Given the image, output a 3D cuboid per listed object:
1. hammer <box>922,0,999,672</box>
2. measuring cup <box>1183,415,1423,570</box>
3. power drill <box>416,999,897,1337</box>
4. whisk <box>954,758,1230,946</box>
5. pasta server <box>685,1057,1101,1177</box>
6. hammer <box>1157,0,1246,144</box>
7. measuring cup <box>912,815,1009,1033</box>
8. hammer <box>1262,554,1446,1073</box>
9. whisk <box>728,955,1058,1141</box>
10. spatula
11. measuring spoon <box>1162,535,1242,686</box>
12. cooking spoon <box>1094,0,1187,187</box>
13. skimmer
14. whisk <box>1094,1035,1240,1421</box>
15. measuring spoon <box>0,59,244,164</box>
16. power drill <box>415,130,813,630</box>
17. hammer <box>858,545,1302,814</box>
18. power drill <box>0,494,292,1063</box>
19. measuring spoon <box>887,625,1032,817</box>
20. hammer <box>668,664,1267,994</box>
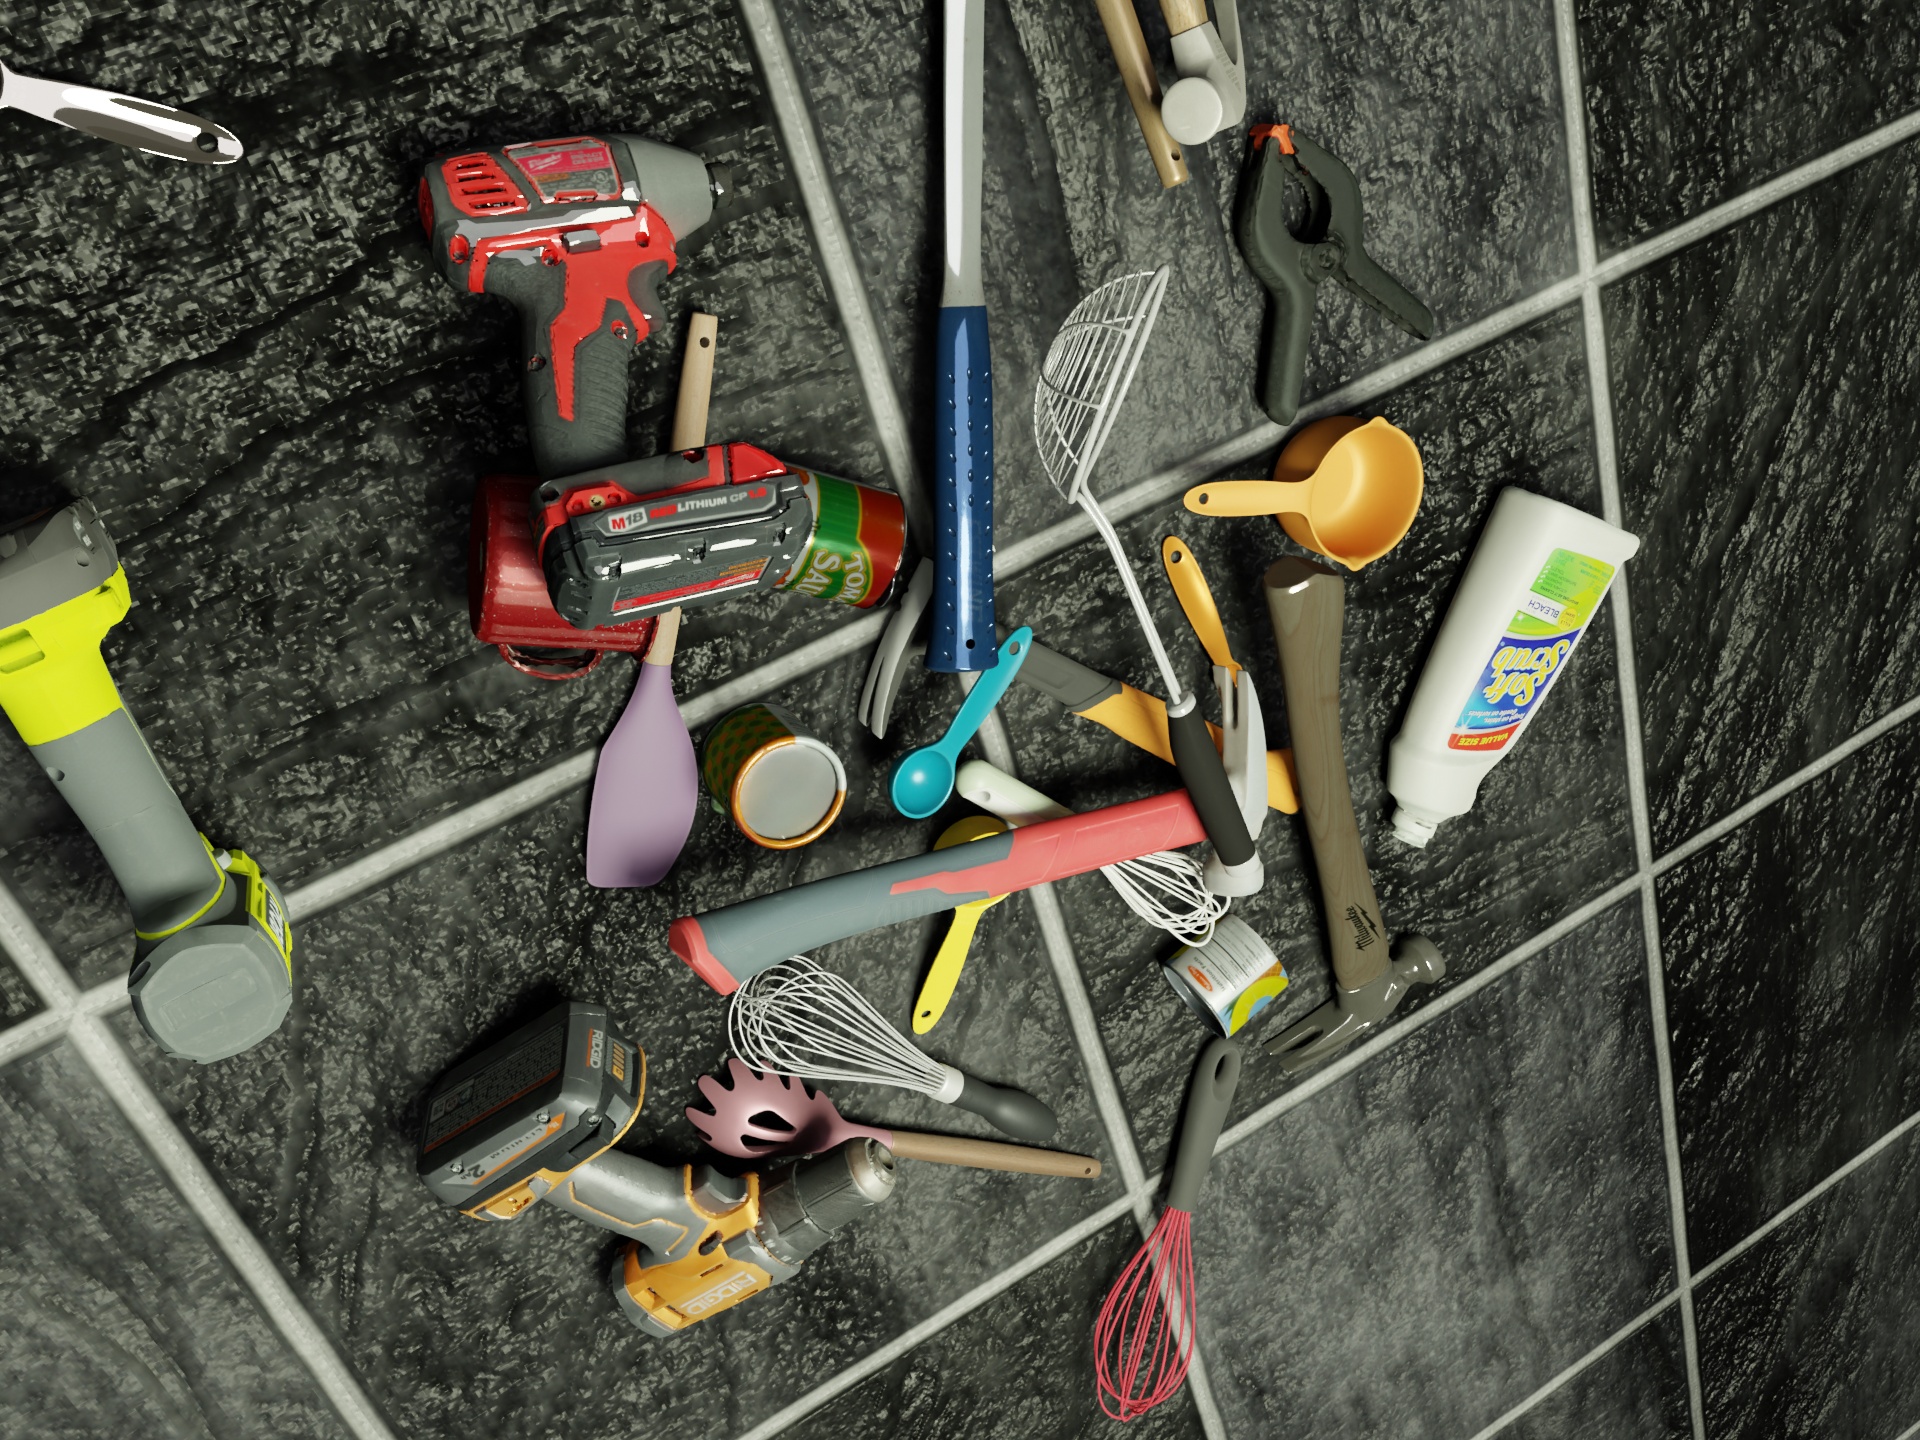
[{"bbox_3d":[0.007,-0.227,0.827,0.144,0.035,0.405,-7,106,-26],"label":"hammer"},{"bbox_3d":[0.199,-0.142,0.973,0.173,0.052,0.095,-5,111,-24],"label":"measuring cup"},{"bbox_3d":[-0.162,0.250,0.892,0.185,0.084,0.226,-31,125,15],"label":"power drill"},{"bbox_3d":[0.085,0.081,0.990,0.246,0.058,0.059,31,49,-36],"label":"whisk"},{"bbox_3d":[-0.030,0.271,1.030,0.316,0.040,0.060,18,100,-36],"label":"pasta server"},{"bbox_3d":[0.076,-0.452,0.771,0.031,0.130,0.331,-13,111,24],"label":"hammer"},{"bbox_3d":[-0.006,0.127,0.991,0.062,0.029,0.156,5,118,-30],"label":"measuring cup"},{"bbox_3d":[0.237,0.070,1.046,0.146,0.038,0.410,-31,129,-13],"label":"hammer"},{"bbox_3d":[-0.033,0.218,0.992,0.284,0.070,0.070,33,92,-37],"label":"whisk"},{"bbox_3d":[-0.155,-0.055,0.842,0.059,0.018,0.315,1,110,-29],"label":"spatula"},{"bbox_3d":[0.151,-0.068,1.003,0.021,0.011,0.116,-34,117,-10],"label":"measuring spoon"},{"bbox_3d":[0.051,-0.416,0.772,0.069,0.017,0.318,-30,107,-24],"label":"cooking spoon"},{"bbox_3d":[0.128,-0.065,0.872,0.090,0.127,0.363,-12,118,26],"label":"skimmer"},{"bbox_3d":[0.153,0.366,1.145,0.073,0.073,0.296,10,97,-30],"label":"whisk"},{"bbox_3d":[-0.365,-0.254,0.661,0.124,0.018,0.034,6,105,-36],"label":"measuring spoon"},{"bbox_3d":[-0.149,-0.164,0.721,0.143,0.078,0.220,-16,81,-21],"label":"power drill"},{"bbox_3d":[0.096,0.000,0.984,0.336,0.034,0.127,23,97,-32],"label":"hammer"},{"bbox_3d":[-0.362,0.022,0.687,0.080,0.171,0.223,-26,110,-17],"label":"power drill"},{"bbox_3d":[-0.001,-0.003,0.903,0.042,0.021,0.128,41,79,-40],"label":"measuring spoon"},{"bbox_3d":[0.020,0.067,0.901,0.386,0.038,0.143,-11,105,-30],"label":"hammer"}]
